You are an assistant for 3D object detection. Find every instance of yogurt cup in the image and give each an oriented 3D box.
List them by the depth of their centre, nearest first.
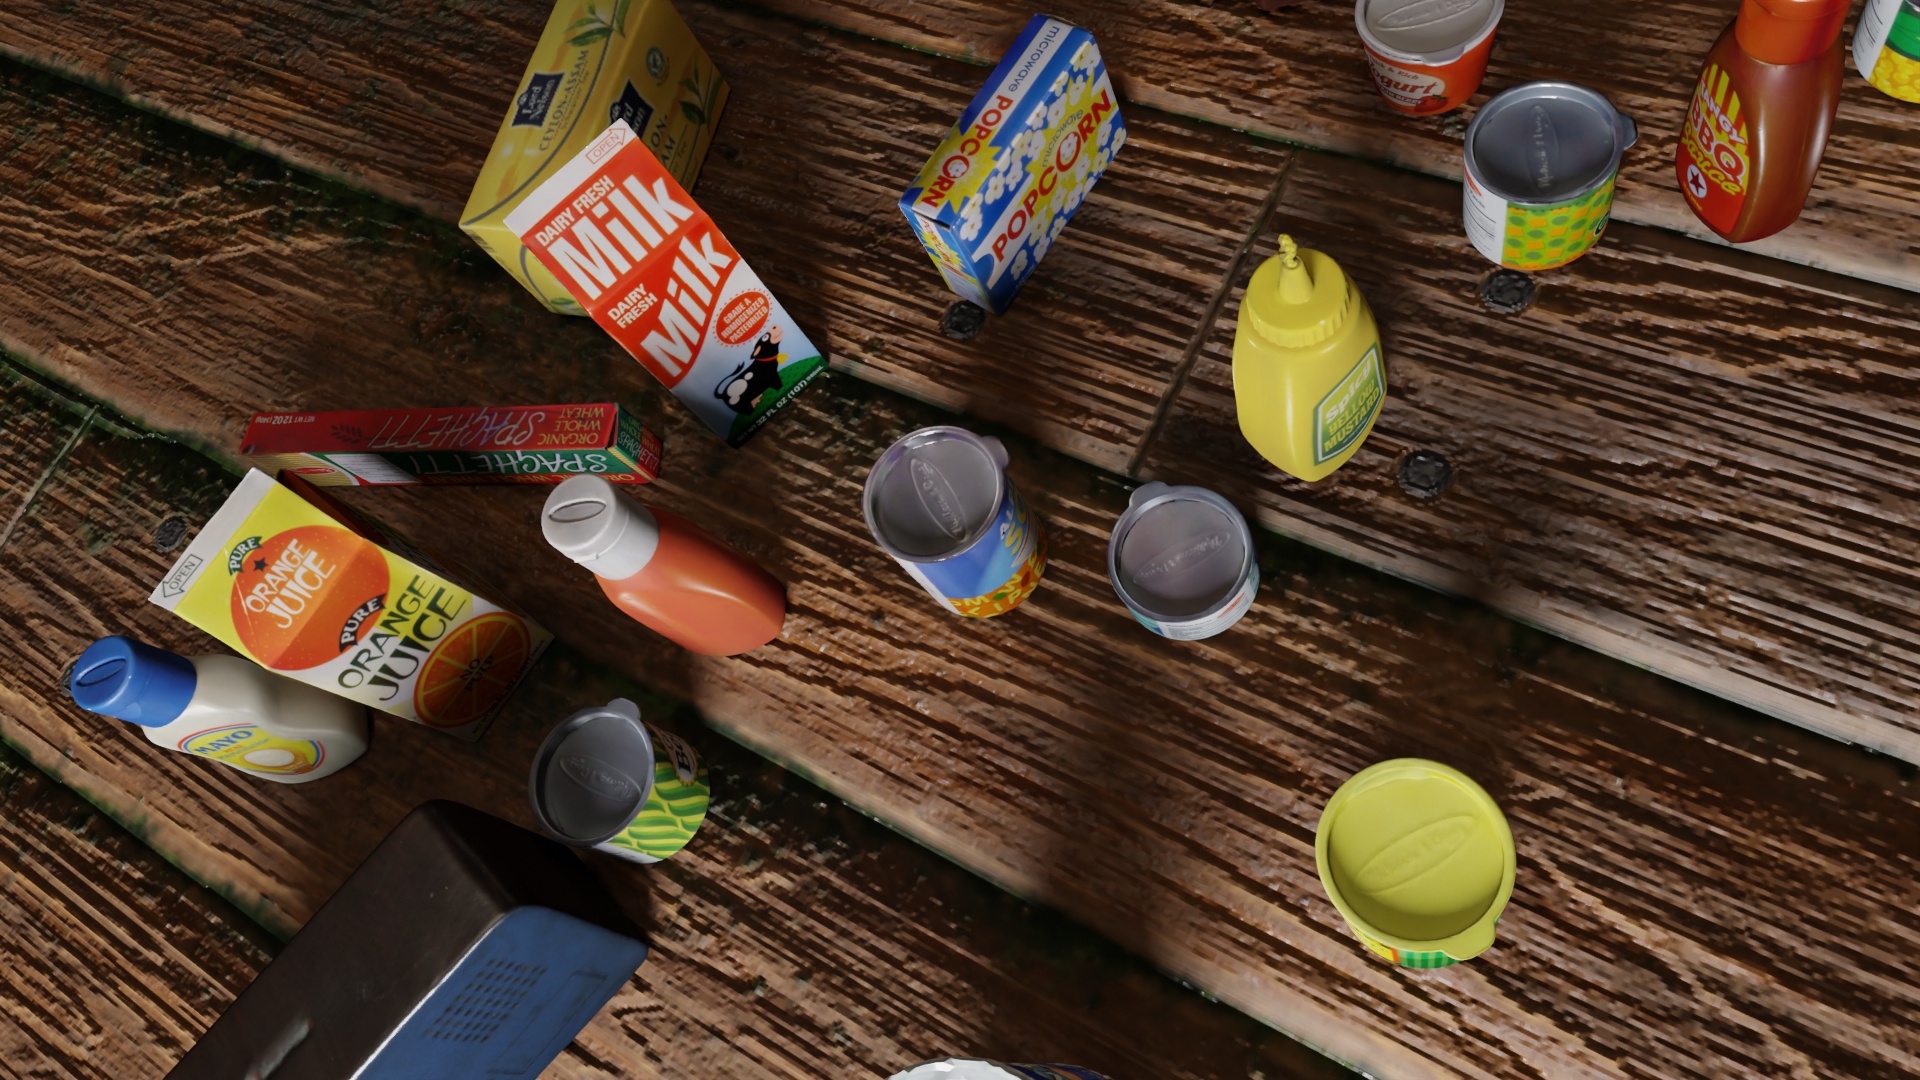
[{"bbox_3d":[0.231,-0.248,0.685,0.072,0.054,0.072,-7,67,16],"label":"yogurt cup"}]

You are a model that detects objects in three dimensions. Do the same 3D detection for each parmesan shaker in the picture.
[{"bbox_3d":[0.173,0.128,0.524,0.071,0.103,0.071,-7,67,16],"label":"parmesan shaker"}]

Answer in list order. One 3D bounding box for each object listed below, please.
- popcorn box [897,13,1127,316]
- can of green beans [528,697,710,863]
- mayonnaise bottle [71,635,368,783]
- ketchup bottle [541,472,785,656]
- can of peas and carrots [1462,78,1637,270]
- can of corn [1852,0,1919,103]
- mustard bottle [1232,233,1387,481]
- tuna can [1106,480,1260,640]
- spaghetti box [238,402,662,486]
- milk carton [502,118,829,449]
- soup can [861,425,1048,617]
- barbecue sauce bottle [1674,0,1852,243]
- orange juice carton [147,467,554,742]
[{"bbox_3d":[0.030,-0.191,0.712,0.038,0.085,0.127,31,81,26],"label":"popcorn box"},{"bbox_3d":[-0.162,0.118,0.667,0.071,0.057,0.071,-7,67,16],"label":"can of green beans"},{"bbox_3d":[-0.371,0.086,0.699,0.065,0.147,0.041,-22,64,10],"label":"mayonnaise bottle"},{"bbox_3d":[-0.139,0.014,0.650,0.064,0.148,0.044,-9,67,16],"label":"ketchup bottle"},{"bbox_3d":[0.268,-0.167,0.637,0.071,0.058,0.071,-7,67,16],"label":"can of peas and carrots"},{"bbox_3d":[0.437,-0.235,0.607,0.071,0.058,0.071,-7,67,16],"label":"can of corn"},{"bbox_3d":[0.145,-0.080,0.586,0.049,0.160,0.065,40,86,27],"label":"mustard bottle"},{"bbox_3d":[0.101,0.009,0.636,0.071,0.032,0.071,-7,67,16],"label":"tuna can"},{"bbox_3d":[-0.288,-0.052,0.783,0.250,0.050,0.029,0,70,19],"label":"spaghetti box"},{"bbox_3d":[-0.145,-0.128,0.686,0.072,0.190,0.073,-42,62,-1],"label":"milk carton"},{"bbox_3d":[0.002,-0.008,0.648,0.071,0.083,0.071,-7,67,16],"label":"soup can"},{"bbox_3d":[0.333,-0.187,0.572,0.043,0.148,0.065,-22,64,10],"label":"barbecue sauce bottle"},{"bbox_3d":[-0.292,0.030,0.670,0.073,0.192,0.072,32,82,26],"label":"orange juice carton"}]
